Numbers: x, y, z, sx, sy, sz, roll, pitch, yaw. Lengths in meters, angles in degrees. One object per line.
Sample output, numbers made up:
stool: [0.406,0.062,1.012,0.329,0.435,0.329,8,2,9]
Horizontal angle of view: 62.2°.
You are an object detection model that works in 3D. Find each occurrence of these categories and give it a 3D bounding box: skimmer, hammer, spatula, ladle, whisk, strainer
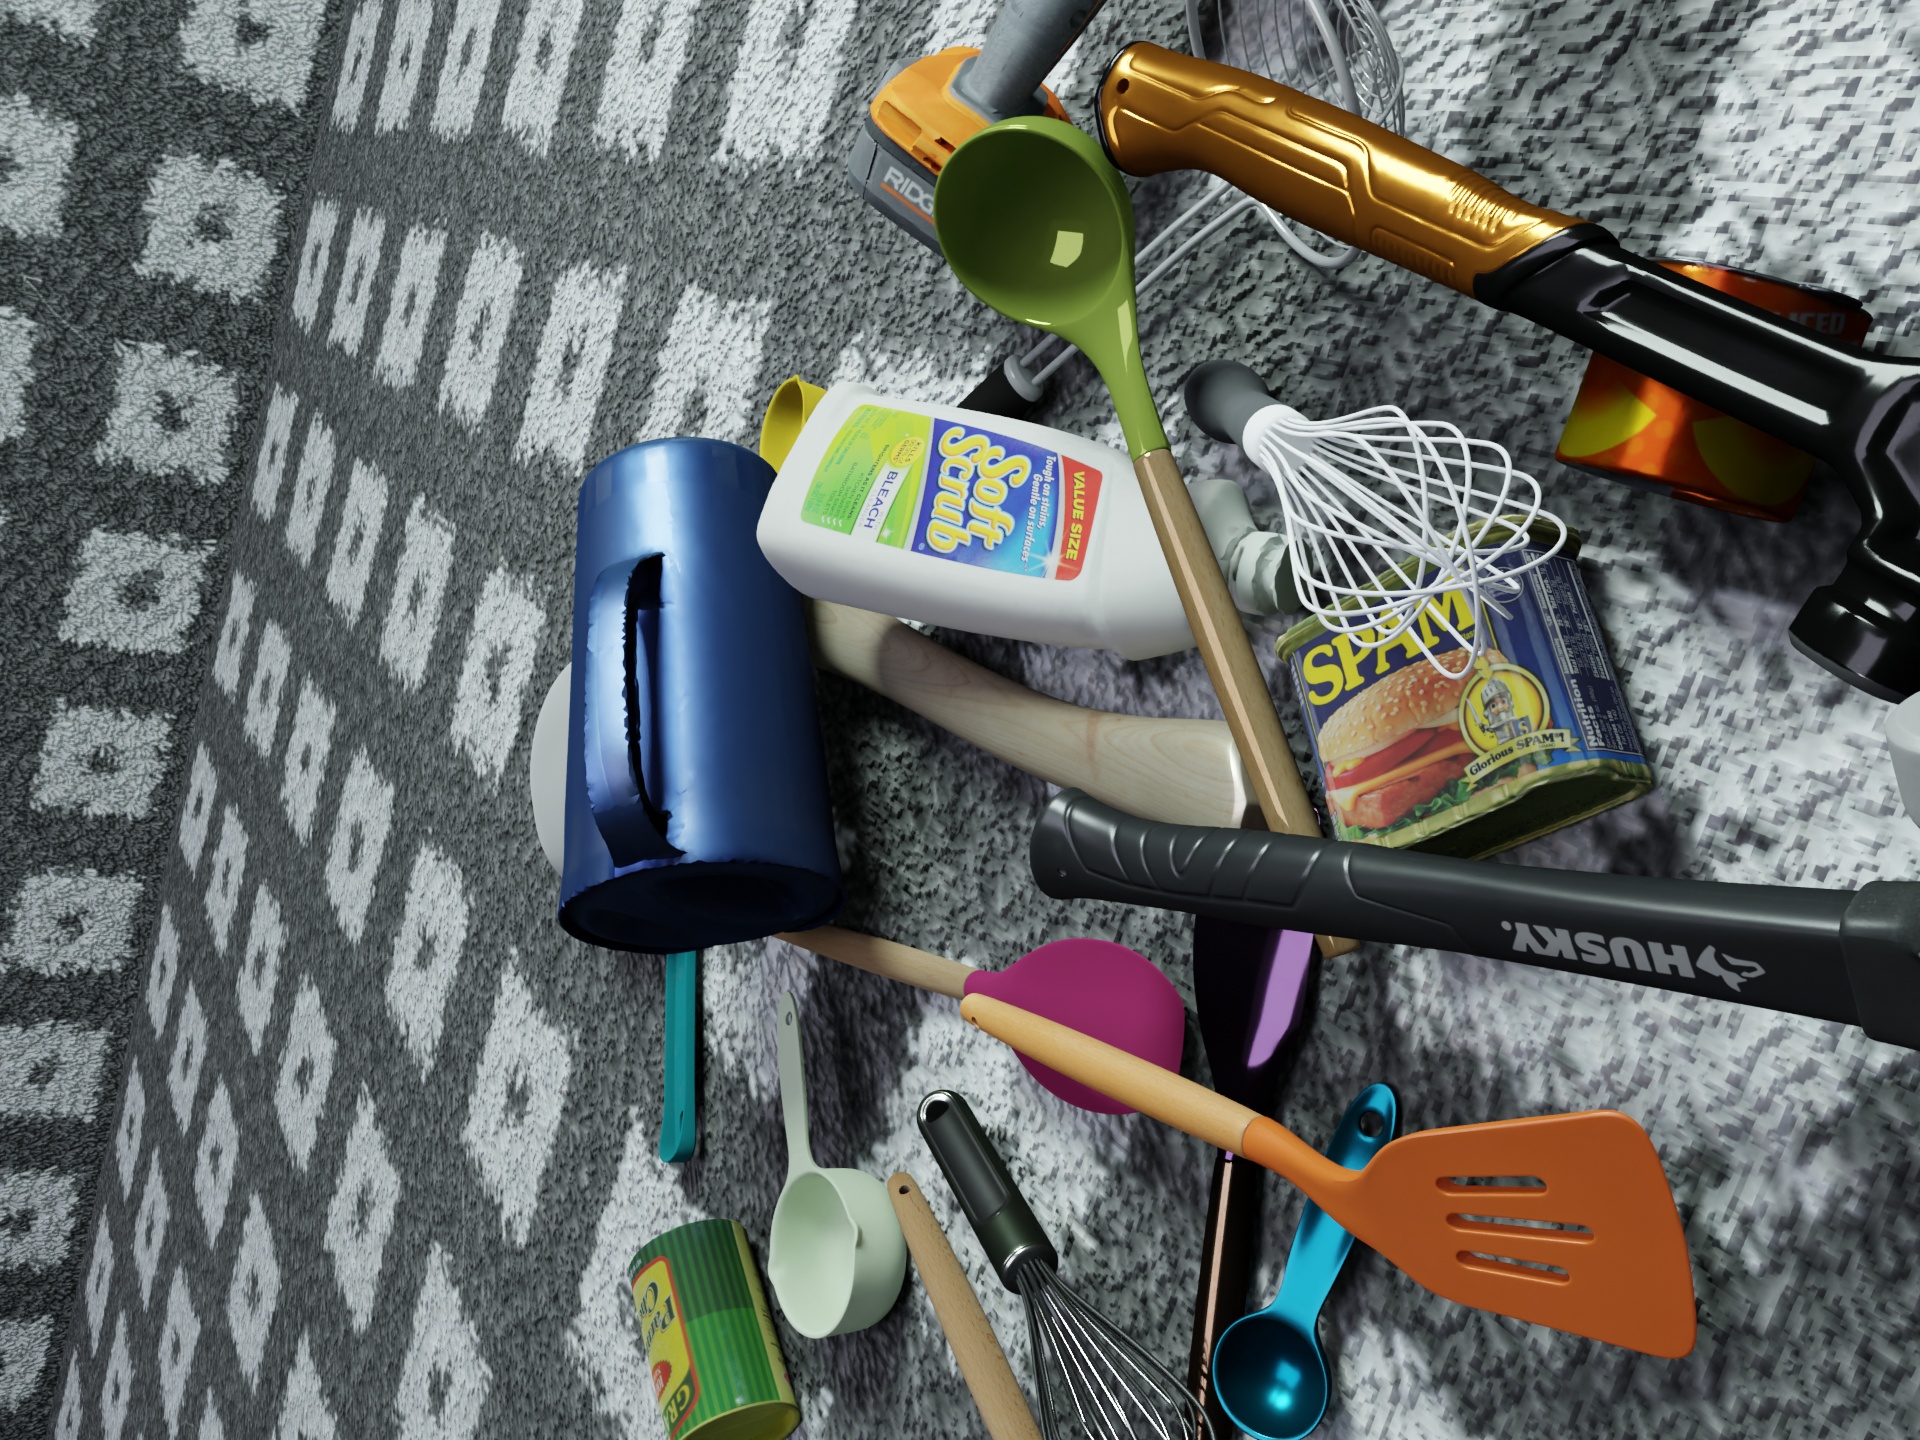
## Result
skimmer: [0.043,-0.174,0.669,0.363,0.090,0.127,-34,80,48]
hammer: [0.148,-0.142,0.442,0.337,0.034,0.127,45,120,43]
hammer: [0.137,0.057,0.457,0.335,0.035,0.146,2,123,52]
spatula: [0.094,0.133,0.549,0.323,0.041,0.081,9,122,59]
ladle: [0.068,-0.068,0.558,0.078,0.062,0.320,-33,71,48]
whisk: [0.113,-0.083,0.517,0.285,0.070,0.070,-103,34,-68]
spatula: [0.024,0.272,0.610,0.318,0.082,0.044,-131,26,-58]
spatula: [0.096,0.185,0.579,0.060,0.018,0.316,-1,81,53]
strainer: [-0.200,0.087,0.944,0.211,0.095,0.341,-26,61,49]
hammer: [-0.001,-0.002,0.731,0.411,0.038,0.146,26,105,55]
whisk: [0.030,0.220,0.620,0.058,0.059,0.247,-38,30,-3]

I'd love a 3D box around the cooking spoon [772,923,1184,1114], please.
cooking spoon: [-0.007,0.118,0.736,0.319,0.017,0.069,5,87,54]

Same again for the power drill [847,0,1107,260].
power drill: [0.053,-0.317,0.670,0.226,0.084,0.164,-51,6,37]

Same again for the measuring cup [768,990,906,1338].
measuring cup: [-0.064,0.213,0.778,0.083,0.038,0.168,-40,50,42]

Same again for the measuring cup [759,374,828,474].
measuring cup: [-0.067,-0.145,0.861,0.157,0.029,0.062,37,113,54]

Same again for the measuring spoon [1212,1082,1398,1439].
measuring spoon: [0.125,0.184,0.545,0.042,0.021,0.128,22,92,35]
